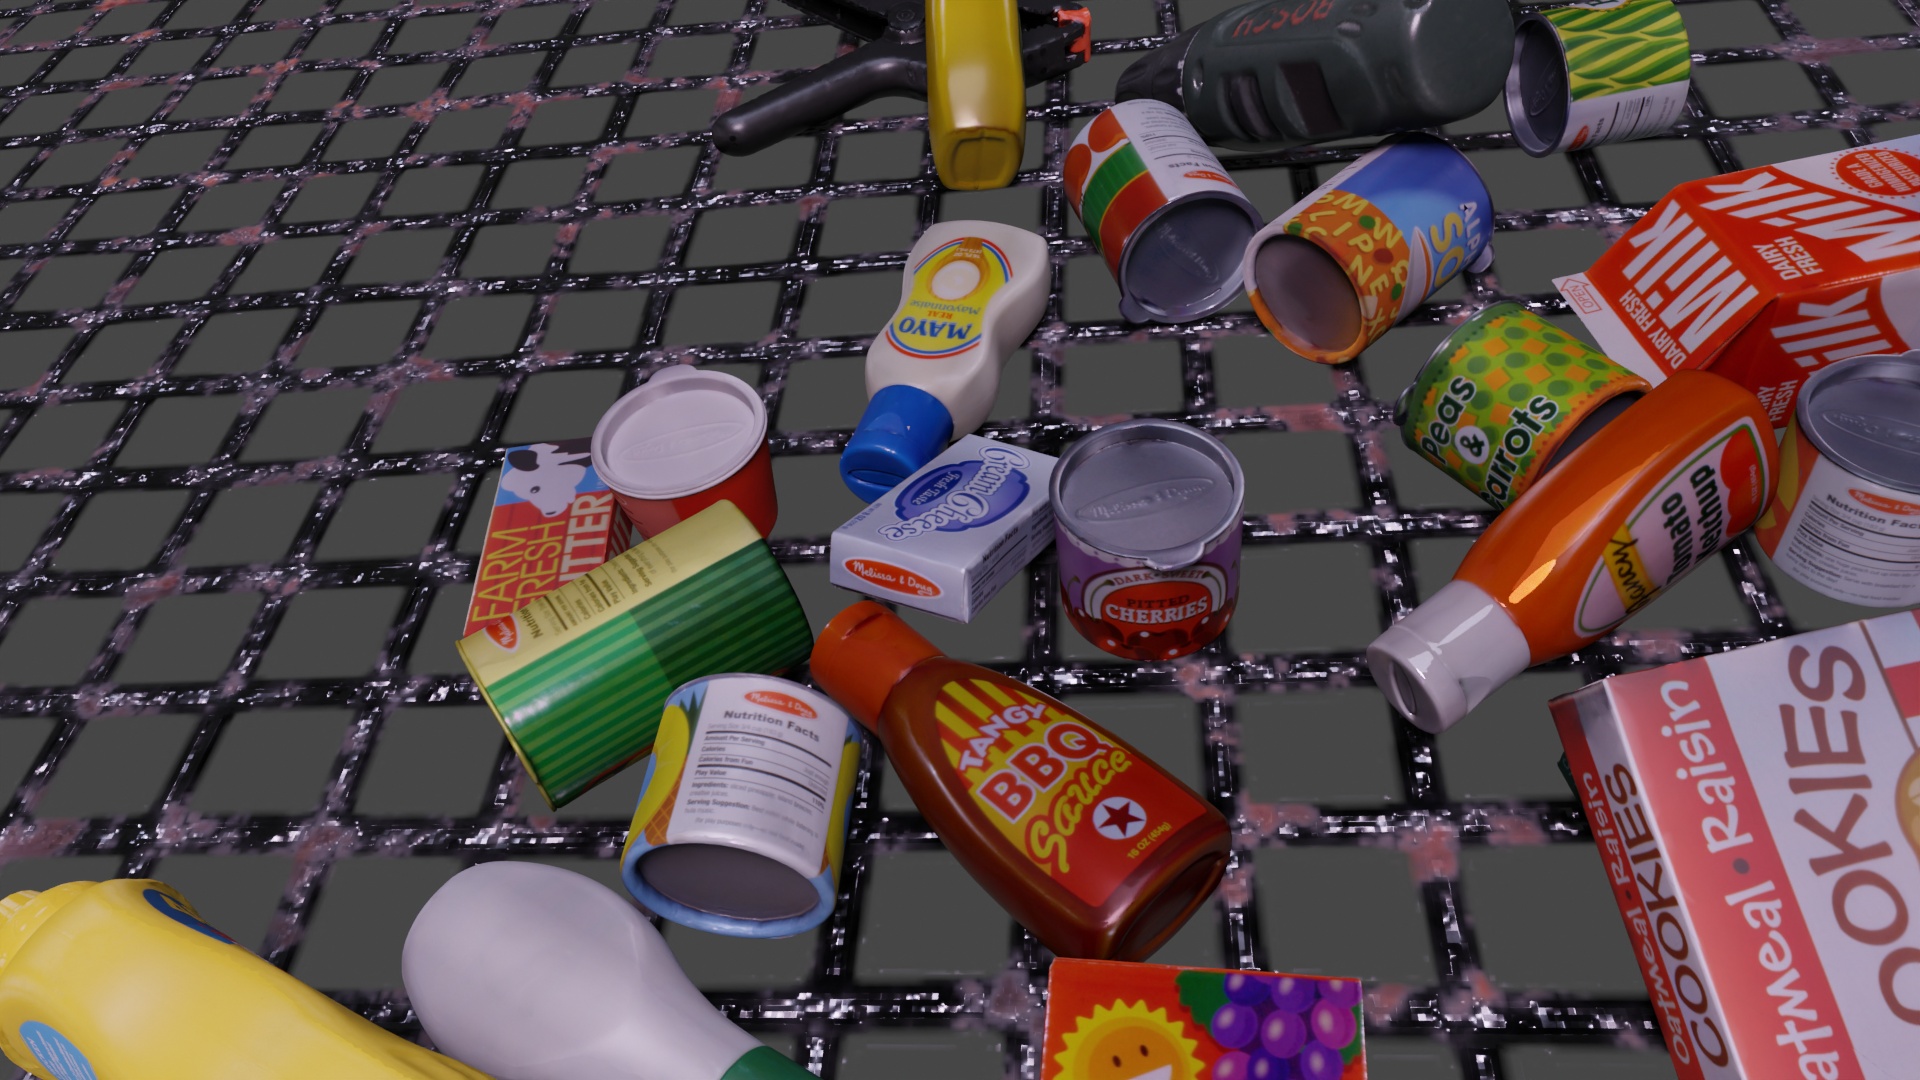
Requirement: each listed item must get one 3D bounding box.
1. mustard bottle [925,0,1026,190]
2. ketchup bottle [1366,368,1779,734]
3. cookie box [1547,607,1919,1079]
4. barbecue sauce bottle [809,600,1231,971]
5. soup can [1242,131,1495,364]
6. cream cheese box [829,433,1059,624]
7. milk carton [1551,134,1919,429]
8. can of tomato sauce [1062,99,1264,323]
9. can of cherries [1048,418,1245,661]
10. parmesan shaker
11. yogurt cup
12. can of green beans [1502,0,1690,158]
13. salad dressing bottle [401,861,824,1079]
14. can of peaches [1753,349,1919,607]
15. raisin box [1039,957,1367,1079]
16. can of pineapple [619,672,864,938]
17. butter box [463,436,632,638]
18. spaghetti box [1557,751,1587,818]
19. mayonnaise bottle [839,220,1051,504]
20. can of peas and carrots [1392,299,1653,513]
[{"bbox_3d":[0.007,-0.258,0.707,0.049,0.065,0.161,0,69,-4],"label":"mustard bottle"},{"bbox_3d":[0.203,0.007,0.463,0.149,0.064,0.043,-35,37,-10],"label":"ketchup bottle"},{"bbox_3d":[0.261,0.081,0.367,0.167,0.040,0.123,-12,72,-1],"label":"cookie box"},{"bbox_3d":[0.011,0.072,0.444,0.065,0.043,0.149,-32,50,-30],"label":"barbecue sauce bottle"},{"bbox_3d":[0.172,-0.120,0.579,0.084,0.071,0.071,-38,53,-22],"label":"soup can"},{"bbox_3d":[0.002,-0.006,0.507,0.053,0.024,0.104,16,30,22],"label":"cream cheese box"},{"bbox_3d":[0.331,-0.097,0.525,0.191,0.073,0.073,-12,47,-1],"label":"milk carton"},{"bbox_3d":[0.087,-0.146,0.618,0.071,0.070,0.083,-16,47,-5],"label":"can of tomato sauce"},{"bbox_3d":[0.066,0.002,0.490,0.071,0.058,0.072,-4,47,5],"label":"can of cherries"},{"bbox_3d":[-0.109,0.039,0.478,0.103,0.071,0.071,-30,50,-18],"label":"parmesan shaker"},{"bbox_3d":[-0.104,-0.025,0.545,0.072,0.053,0.073,-5,47,5],"label":"yogurt cup"},{"bbox_3d":[0.294,-0.217,0.646,0.058,0.071,0.071,-11,47,-1],"label":"can of green beans"},{"bbox_3d":[-0.093,0.144,0.397,0.148,0.043,0.064,22,56,25],"label":"salad dressing bottle"},{"bbox_3d":[0.312,-0.021,0.469,0.071,0.057,0.071,-5,47,6],"label":"can of peaches"},{"bbox_3d":[0.060,0.172,0.347,0.086,0.040,0.124,0,49,11],"label":"raisin box"},{"bbox_3d":[-0.067,0.084,0.433,0.071,0.070,0.058,0,48,9],"label":"can of pineapple"},{"bbox_3d":[-0.160,0.003,0.550,0.053,0.024,0.104,-8,47,3],"label":"butter box"},{"bbox_3d":[0.313,0.057,0.417,0.250,0.028,0.050,-10,48,0],"label":"spaghetti box"},{"bbox_3d":[-0.008,-0.077,0.586,0.065,0.041,0.149,10,50,16],"label":"mayonnaise bottle"},{"bbox_3d":[0.203,-0.044,0.502,0.071,0.070,0.059,-30,51,-17],"label":"can of peas and carrots"}]
